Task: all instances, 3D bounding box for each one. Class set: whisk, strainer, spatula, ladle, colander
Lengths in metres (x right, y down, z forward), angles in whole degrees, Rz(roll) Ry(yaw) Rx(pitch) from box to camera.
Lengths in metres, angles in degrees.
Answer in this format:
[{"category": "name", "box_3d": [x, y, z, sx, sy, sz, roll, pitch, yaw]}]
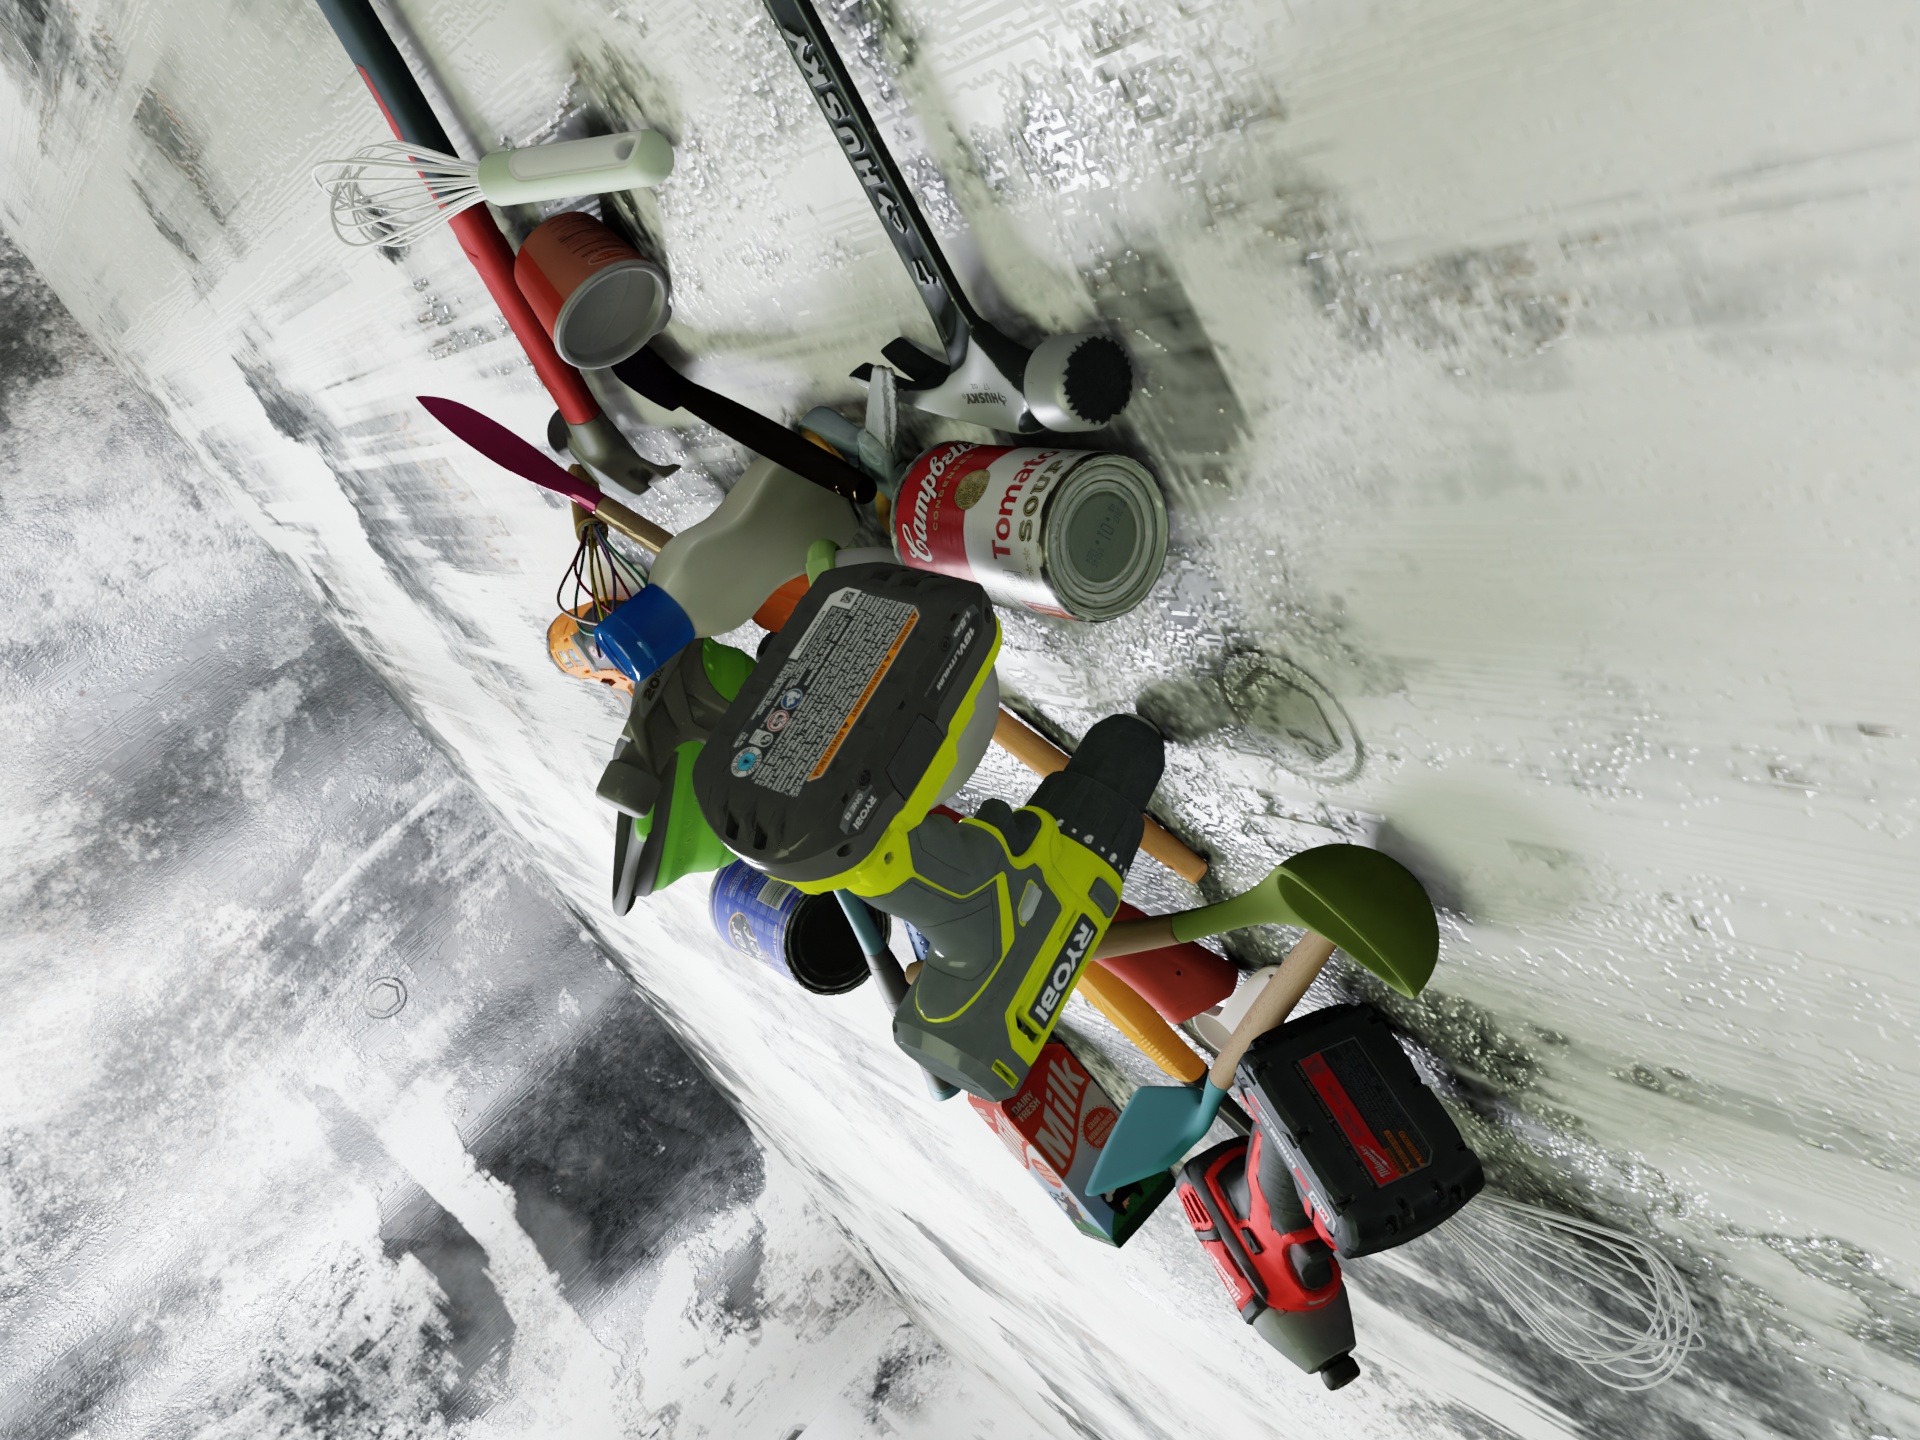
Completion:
[{"category": "whisk", "box_3d": [-0.232, -0.114, 1.012, 0.047, 0.051, 0.245, 46, -170, -34]}, {"category": "strainer", "box_3d": [-0.002, 0.024, 0.781, 0.151, 0.069, 0.256, -77, -33, -82]}, {"category": "spatula", "box_3d": [-0.001, -0.003, 0.879, 0.323, 0.041, 0.081, 36, 163, 23]}, {"category": "spatula", "box_3d": [0.139, 0.178, 0.863, 0.044, 0.082, 0.317, 29, 142, 9]}, {"category": "whisk", "box_3d": [0.254, 0.252, 0.827, 0.285, 0.070, 0.070, 21, 147, 57]}, {"category": "ladle", "box_3d": [0.081, 0.113, 0.764, 0.320, 0.062, 0.078, -18, 126, 42]}, {"category": "spatula", "box_3d": [-0.130, -0.165, 0.829, 0.316, 0.018, 0.059, 35, 157, 47]}, {"category": "whisk", "box_3d": [-0.234, -0.266, 0.783, 0.246, 0.058, 0.059, 6, 166, 34]}, {"category": "colander", "box_3d": [-0.178, 0.027, 1.067, 0.094, 0.204, 0.397, 7, 175, -15]}]

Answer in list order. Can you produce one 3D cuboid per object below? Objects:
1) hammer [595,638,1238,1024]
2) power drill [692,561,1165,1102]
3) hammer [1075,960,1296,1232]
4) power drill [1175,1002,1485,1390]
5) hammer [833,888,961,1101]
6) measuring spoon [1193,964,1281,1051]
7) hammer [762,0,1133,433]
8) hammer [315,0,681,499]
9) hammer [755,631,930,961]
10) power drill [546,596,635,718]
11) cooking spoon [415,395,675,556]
[{"category": "hammer", "box_3d": [-0.007, 0.057, 0.869, 0.359, 0.149, 0.036, 28, 167, -5]}, {"category": "power drill", "box_3d": [0.005, 0.036, 0.679, 0.080, 0.191, 0.228, 16, 157, 38]}, {"category": "hammer", "box_3d": [0.126, 0.202, 1.006, 0.337, 0.034, 0.127, 44, 159, 9]}, {"category": "power drill", "box_3d": [0.185, 0.258, 0.837, 0.219, 0.078, 0.143, 98, 148, -51]}, {"category": "hammer", "box_3d": [-0.064, 0.187, 1.256, 0.330, 0.033, 0.128, 67, 174, -33]}, {"category": "measuring spoon", "box_3d": [0.163, 0.158, 0.894, 0.034, 0.018, 0.124, 43, 152, 12]}, {"category": "hammer", "box_3d": [-0.076, -0.276, 0.551, 0.149, 0.036, 0.408, 15, 142, 56]}, {"category": "hammer", "box_3d": [-0.277, -0.293, 0.877, 0.143, 0.038, 0.385, 32, 154, 51]}, {"category": "hammer", "box_3d": [-0.042, 0.101, 1.144, 0.144, 0.035, 0.405, 34, 155, 32]}, {"category": "power drill", "box_3d": [-0.237, 0.000, 1.282, 0.226, 0.084, 0.164, 57, 156, -14]}, {"category": "cooking spoon", "box_3d": [-0.203, -0.121, 0.996, 0.319, 0.017, 0.069, 33, -167, 3]}]
